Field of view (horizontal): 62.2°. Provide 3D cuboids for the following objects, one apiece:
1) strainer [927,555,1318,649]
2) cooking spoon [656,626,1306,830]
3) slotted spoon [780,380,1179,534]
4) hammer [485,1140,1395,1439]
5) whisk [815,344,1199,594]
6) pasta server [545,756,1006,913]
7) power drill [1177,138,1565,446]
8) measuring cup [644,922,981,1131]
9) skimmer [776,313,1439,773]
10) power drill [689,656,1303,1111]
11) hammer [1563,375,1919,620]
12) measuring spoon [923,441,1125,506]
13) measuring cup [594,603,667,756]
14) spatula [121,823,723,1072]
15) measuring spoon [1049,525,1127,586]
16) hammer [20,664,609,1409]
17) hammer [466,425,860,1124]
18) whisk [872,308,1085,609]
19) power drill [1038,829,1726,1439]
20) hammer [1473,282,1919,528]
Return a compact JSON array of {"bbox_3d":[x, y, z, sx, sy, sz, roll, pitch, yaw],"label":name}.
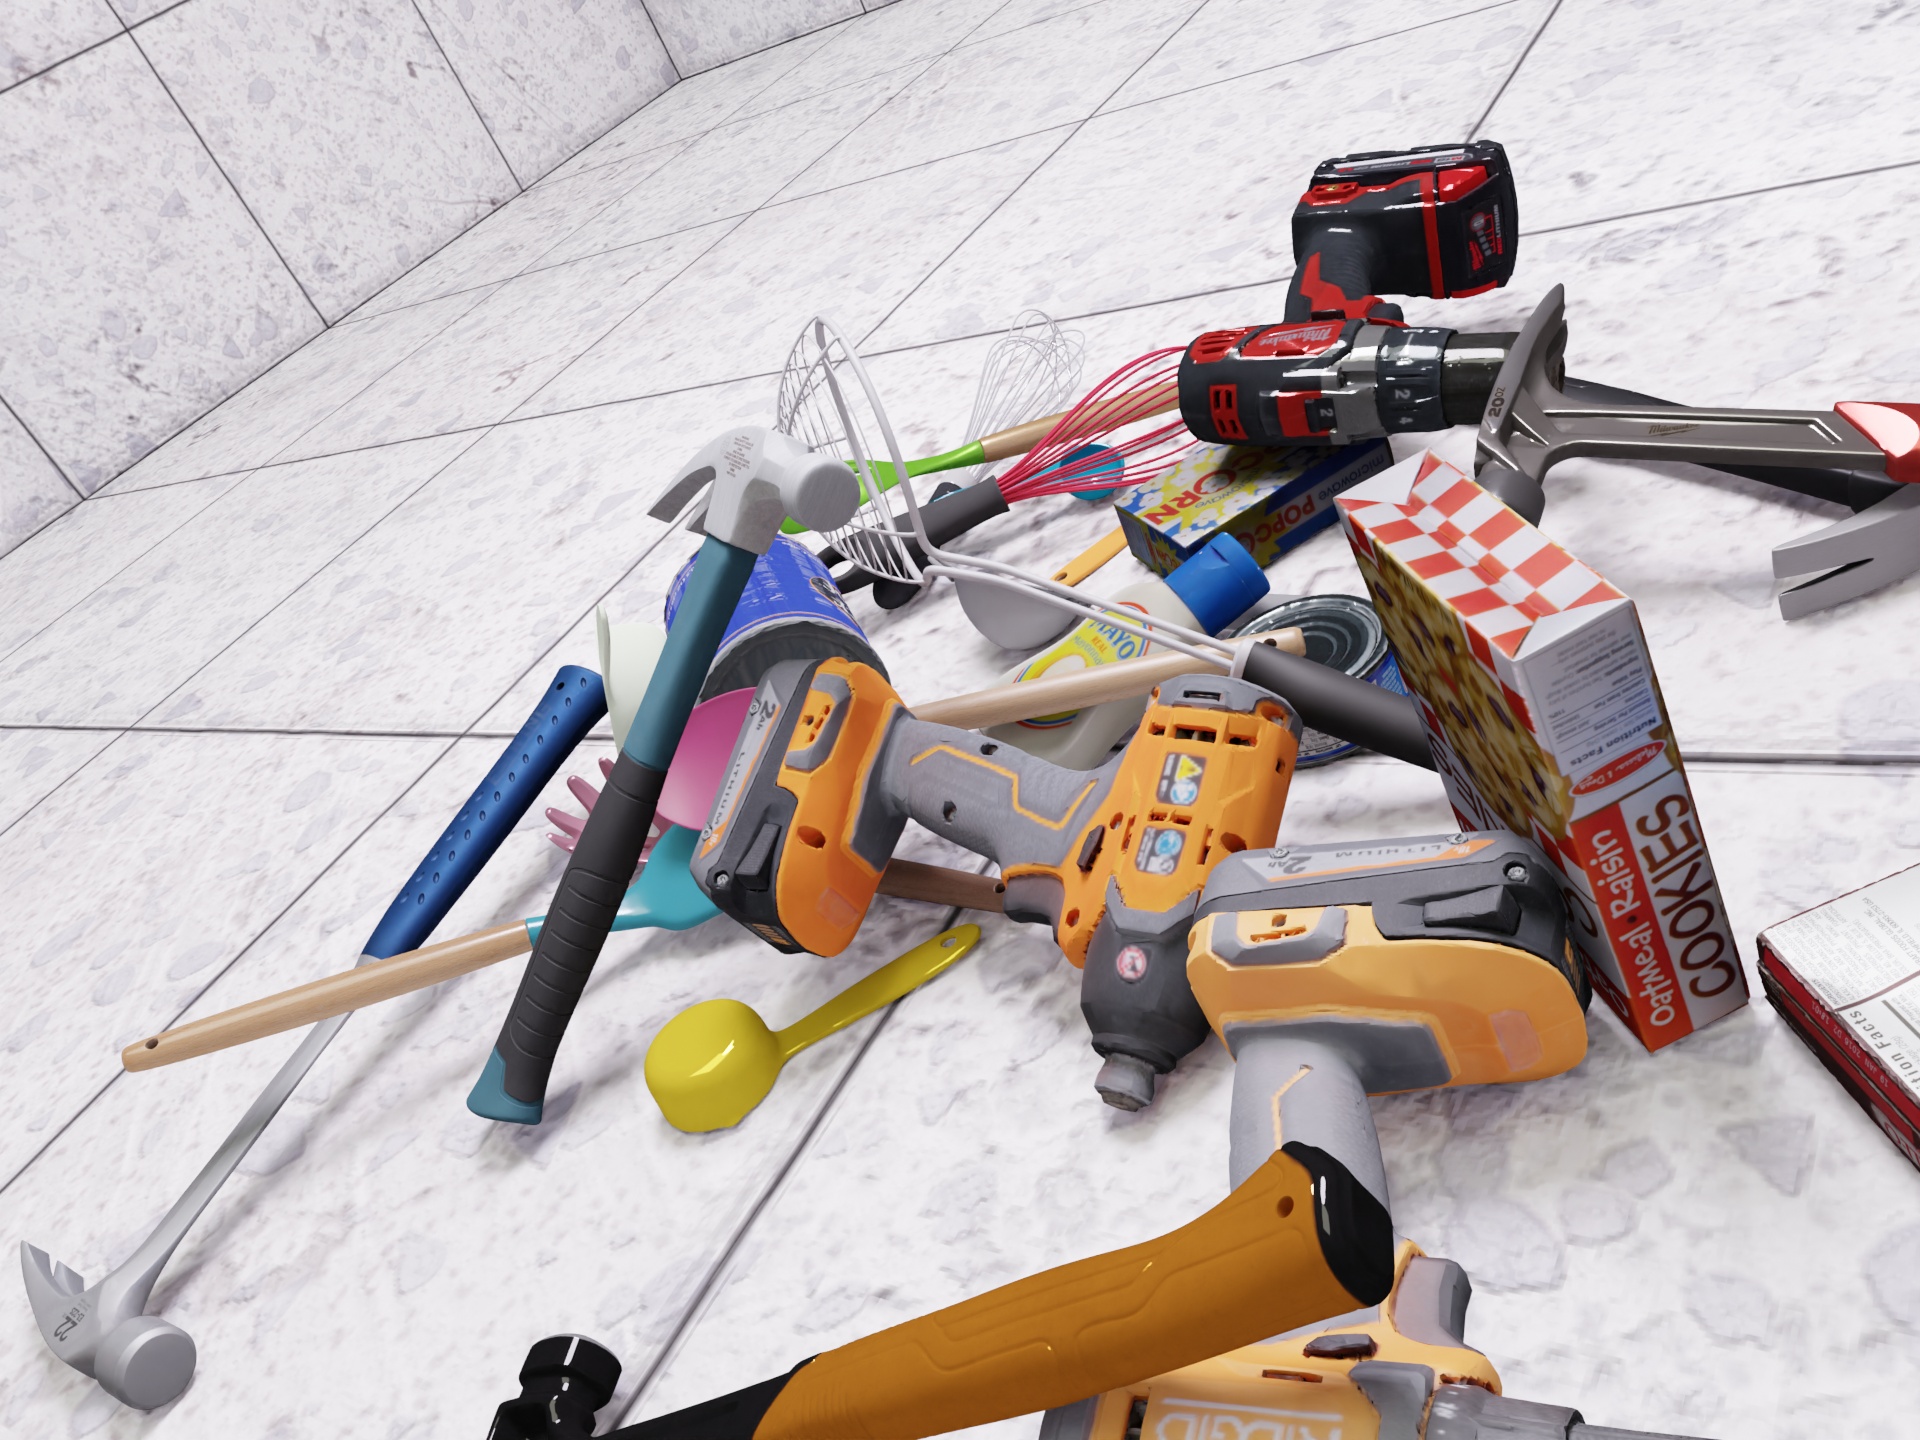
[{"bbox_3d":[0.085,-0.057,0.815,0.258,0.050,0.086,6,0,36],"label":"strainer"},{"bbox_3d":[-0.001,-0.002,0.731,0.319,0.017,0.069,-12,71,17],"label":"cooking spoon"},{"bbox_3d":[0.036,-0.174,0.980,0.313,0.031,0.070,-18,26,-10],"label":"slotted spoon"},{"bbox_3d":[-0.032,0.196,0.446,0.337,0.034,0.127,-31,26,29],"label":"hammer"},{"bbox_3d":[0.041,-0.142,0.929,0.296,0.073,0.073,-25,31,7],"label":"whisk"},{"bbox_3d":[-0.092,0.063,0.778,0.316,0.040,0.060,5,54,41],"label":"pasta server"},{"bbox_3d":[0.236,-0.221,0.841,0.188,0.080,0.227,5,44,31],"label":"power drill"},{"bbox_3d":[-0.064,0.119,0.677,0.156,0.029,0.062,-30,31,-2],"label":"measuring cup"},{"bbox_3d":[0.074,-0.070,0.673,0.363,0.127,0.090,23,66,17],"label":"skimmer"},{"bbox_3d":[0.009,0.057,0.632,0.226,0.084,0.164,6,65,28],"label":"power drill"},{"bbox_3d":[0.323,-0.137,0.753,0.146,0.035,0.335,-34,31,-12],"label":"hammer"},{"bbox_3d":[0.038,-0.137,0.972,0.128,0.021,0.042,-15,51,3],"label":"measuring spoon"},{"bbox_3d":[-0.160,-0.027,0.795,0.038,0.083,0.167,-10,-14,-13],"label":"measuring cup"},{"bbox_3d":[-0.231,0.101,0.748,0.317,0.044,0.082,-18,48,-13],"label":"spatula"},{"bbox_3d":[0.089,-0.108,0.915,0.117,0.011,0.021,-38,32,-17],"label":"measuring spoon"},{"bbox_3d":[-0.304,0.130,0.798,0.144,0.035,0.406,1,49,40],"label":"hammer"},{"bbox_3d":[-0.141,0.029,0.687,0.128,0.033,0.331,35,103,55],"label":"hammer"},{"bbox_3d":[0.010,-0.172,1.031,0.070,0.070,0.285,-1,44,37],"label":"whisk"},{"bbox_3d":[0.133,0.138,0.449,0.185,0.084,0.226,-8,40,30],"label":"power drill"},{"bbox_3d":[0.383,-0.109,0.598,0.359,0.036,0.149,9,53,31],"label":"hammer"}]
